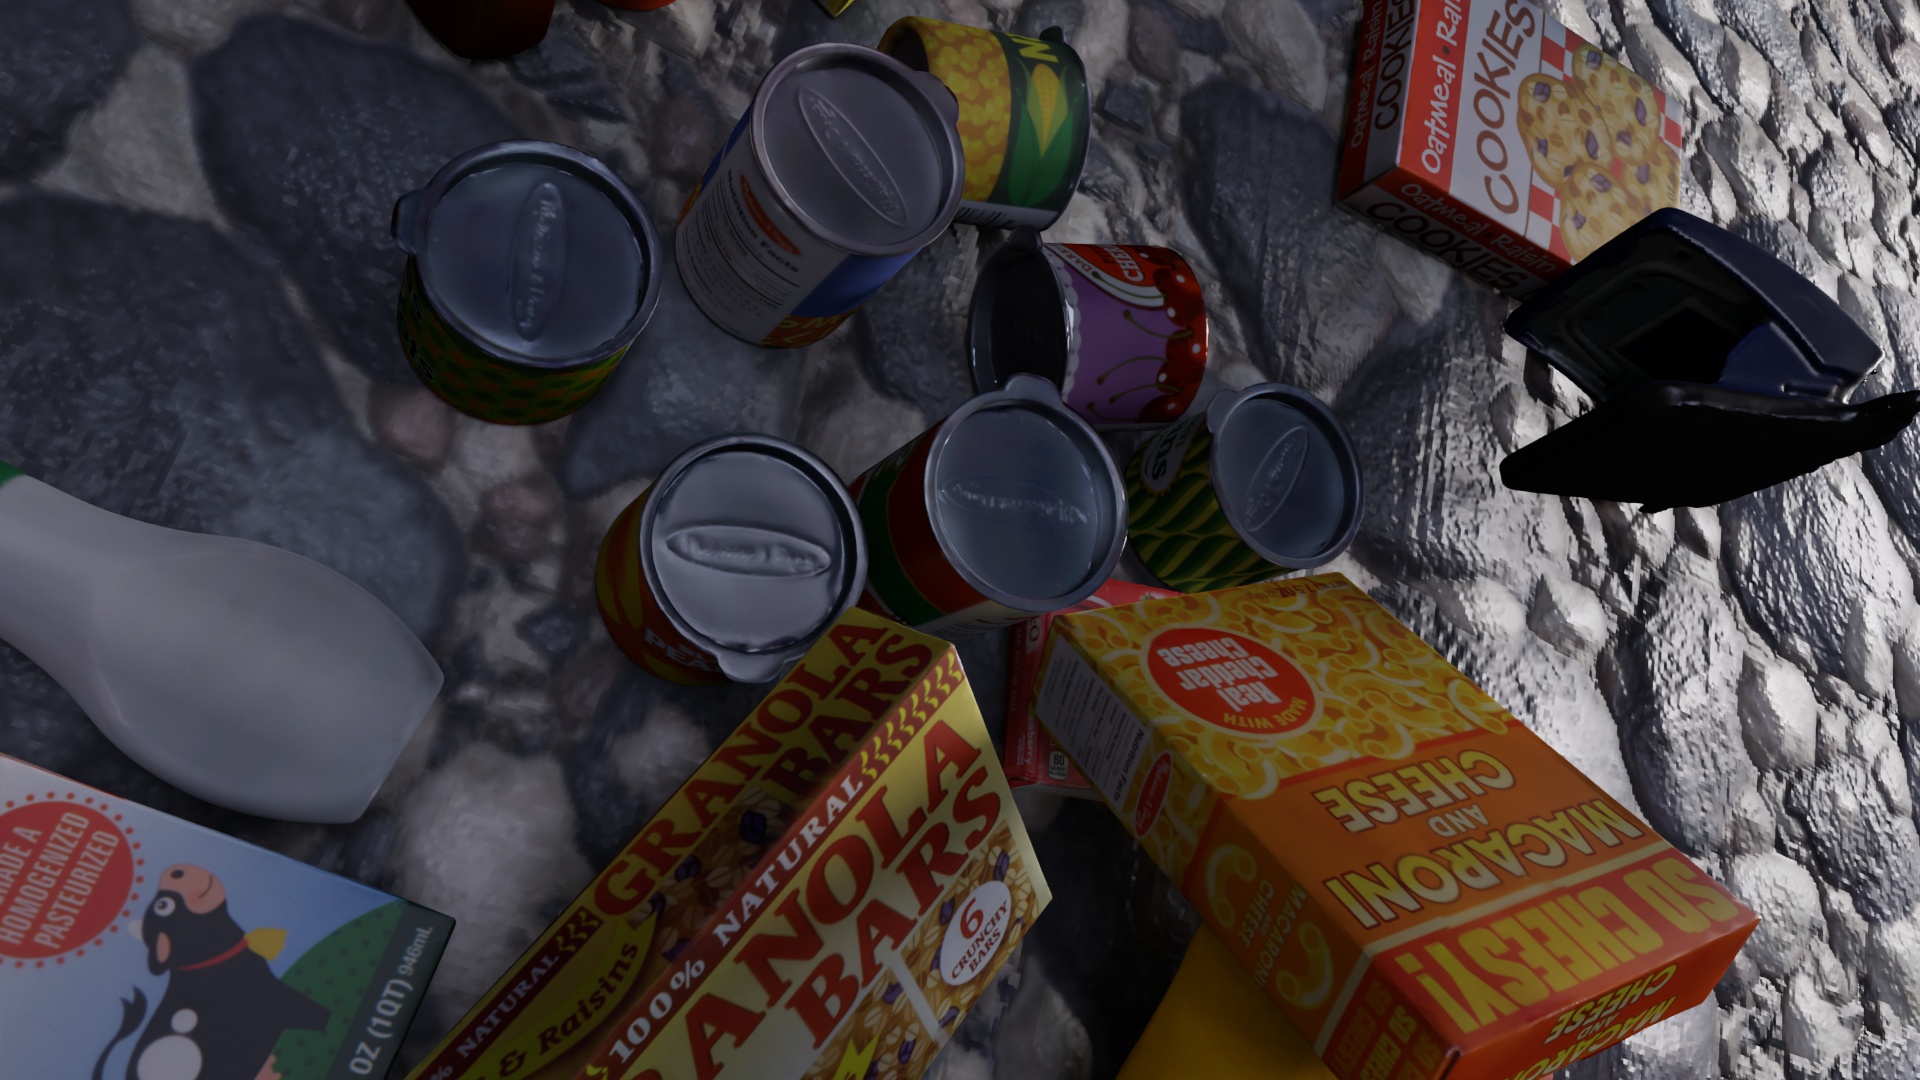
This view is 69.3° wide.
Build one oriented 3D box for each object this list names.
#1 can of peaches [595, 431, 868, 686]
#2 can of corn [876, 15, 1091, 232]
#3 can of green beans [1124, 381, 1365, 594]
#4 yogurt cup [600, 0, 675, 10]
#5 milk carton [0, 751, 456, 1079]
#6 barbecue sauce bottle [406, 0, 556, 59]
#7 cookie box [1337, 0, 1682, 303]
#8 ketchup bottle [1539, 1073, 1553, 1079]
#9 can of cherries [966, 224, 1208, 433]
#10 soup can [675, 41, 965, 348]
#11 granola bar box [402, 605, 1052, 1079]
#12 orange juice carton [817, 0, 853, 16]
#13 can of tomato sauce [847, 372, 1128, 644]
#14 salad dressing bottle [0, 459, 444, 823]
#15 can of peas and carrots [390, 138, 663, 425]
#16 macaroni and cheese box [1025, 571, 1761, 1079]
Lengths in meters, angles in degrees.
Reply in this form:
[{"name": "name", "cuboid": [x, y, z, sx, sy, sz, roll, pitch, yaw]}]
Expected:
[{"name": "can of peaches", "cuboid": [-0.069, 0.010, 0.407, 0.071, 0.058, 0.071, 7, 75, -26]}, {"name": "can of corn", "cuboid": [0.003, -0.144, 0.476, 0.058, 0.071, 0.071, 1, 77, -26]}, {"name": "can of green beans", "cuboid": [0.100, -0.017, 0.498, 0.071, 0.057, 0.071, 7, 75, -25]}, {"name": "yogurt cup", "cuboid": [-0.103, -0.209, 0.447, 0.072, 0.053, 0.072, 7, 74, -25]}, {"name": "milk carton", "cuboid": [-0.220, 0.083, 0.303, 0.190, 0.073, 0.072, 27, 68, -18]}, {"name": "barbecue sauce bottle", "cuboid": [-0.127, -0.195, 0.378, 0.044, 0.148, 0.065, -26, 90, -29]}, {"name": "cookie box", "cuboid": [0.251, -0.176, 0.625, 0.167, 0.040, 0.123, 21, 69, -22]}, {"name": "ketchup bottle", "cuboid": [0.173, 0.125, 0.507, 0.065, 0.043, 0.149, -1, 77, -28]}, {"name": "can of cherries", "cuboid": [0.043, -0.072, 0.477, 0.058, 0.071, 0.071, -5, 80, -28]}, {"name": "soup can", "cuboid": [-0.044, -0.105, 0.433, 0.071, 0.083, 0.071, 7, 75, -26]}, {"name": "granola bar box", "cuboid": [-0.050, 0.117, 0.364, 0.166, 0.039, 0.123, -47, 139, -28]}, {"name": "orange juice carton", "cuboid": [-0.080, -0.283, 0.467, 0.192, 0.073, 0.072, 43, 63, -11]}, {"name": "can of tomato sauce", "cuboid": [0.002, -0.005, 0.431, 0.071, 0.083, 0.071, 7, 74, -25]}, {"name": "salad dressing bottle", "cuboid": [-0.206, 0.017, 0.345, 0.147, 0.044, 0.064, 32, 67, -15]}, {"name": "can of peas and carrots", "cuboid": [-0.127, -0.072, 0.398, 0.071, 0.058, 0.071, 7, 74, -25]}, {"name": "macaroni and cheese box", "cuboid": [0.116, 0.076, 0.399, 0.124, 0.040, 0.167, -7, 36, -31]}]
